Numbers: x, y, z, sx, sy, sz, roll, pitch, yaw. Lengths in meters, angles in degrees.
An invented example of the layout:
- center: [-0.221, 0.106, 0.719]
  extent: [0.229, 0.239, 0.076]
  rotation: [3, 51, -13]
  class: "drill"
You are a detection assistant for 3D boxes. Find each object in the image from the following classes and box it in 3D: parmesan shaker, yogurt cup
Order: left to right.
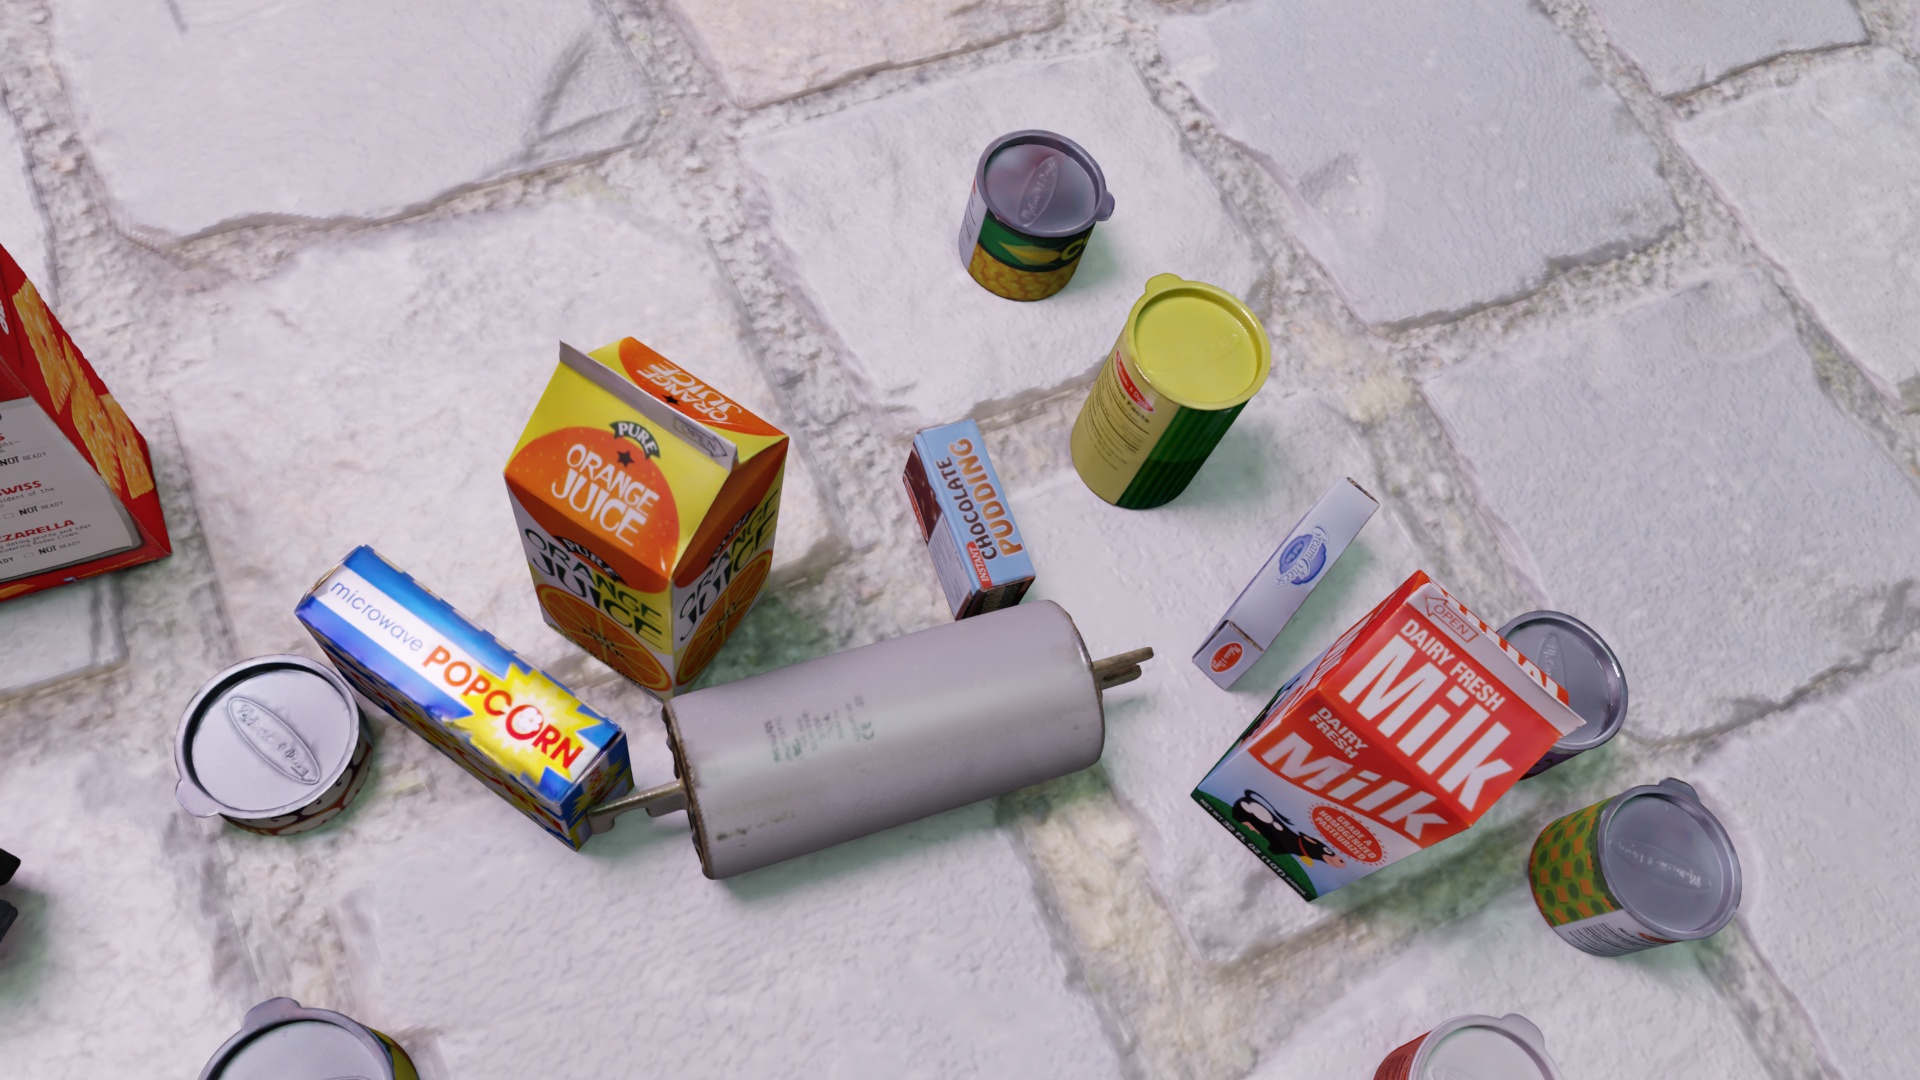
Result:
- center: [0.094, -0.068, 0.652]
  extent: [0.071, 0.102, 0.071]
  rotation: [4, 65, -9]
  class: "parmesan shaker"
- center: [0.203, 0.230, 0.563]
  extent: [0.072, 0.053, 0.072]
  rotation: [4, 65, -9]
  class: "yogurt cup"

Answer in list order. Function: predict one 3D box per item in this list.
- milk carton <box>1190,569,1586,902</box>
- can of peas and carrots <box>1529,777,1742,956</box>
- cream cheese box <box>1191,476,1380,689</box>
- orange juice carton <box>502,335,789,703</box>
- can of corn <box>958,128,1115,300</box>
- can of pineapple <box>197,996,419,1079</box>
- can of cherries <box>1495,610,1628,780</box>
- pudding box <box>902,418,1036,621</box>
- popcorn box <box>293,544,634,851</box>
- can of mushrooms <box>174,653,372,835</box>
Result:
- center: [0.167, 0.077, 0.551]
  extent: [0.072, 0.189, 0.074]
  rotation: [43, 65, 9]
  class: "milk carton"
- center: [0.298, 0.146, 0.618]
  extent: [0.071, 0.058, 0.071]
  rotation: [4, 65, -9]
  class: "can of peas and carrots"
- center: [0.152, 0.019, 0.651]
  extent: [0.024, 0.053, 0.104]
  rotation: [40, 65, 8]
  class: "cream cheese box"
- center: [-0.118, -0.009, 0.533]
  extent: [0.072, 0.191, 0.073]
  rotation: [33, 64, 5]
  class: "orange juice carton"
- center: [0.038, -0.164, 0.711]
  extent: [0.071, 0.058, 0.071]
  rotation: [4, 65, -9]
  class: "can of corn"
- center: [-0.228, 0.200, 0.489]
  extent: [0.071, 0.057, 0.071]
  rotation: [4, 65, -9]
  class: "can of pineapple"
- center: [0.260, 0.072, 0.645]
  extent: [0.071, 0.058, 0.072]
  rotation: [4, 65, -9]
  class: "can of cherries"
- center: [0.002, -0.008, 0.636]
  extent: [0.030, 0.049, 0.084]
  rotation: [-15, 69, -17]
  class: "pudding box"
- center: [-0.191, 0.064, 0.545]
  extent: [0.127, 0.085, 0.038]
  rotation: [34, 64, 6]
  class: "popcorn box"
- center: [-0.272, 0.083, 0.549]
  extent: [0.071, 0.033, 0.071]
  rotation: [4, 65, -9]
  class: "can of mushrooms"
